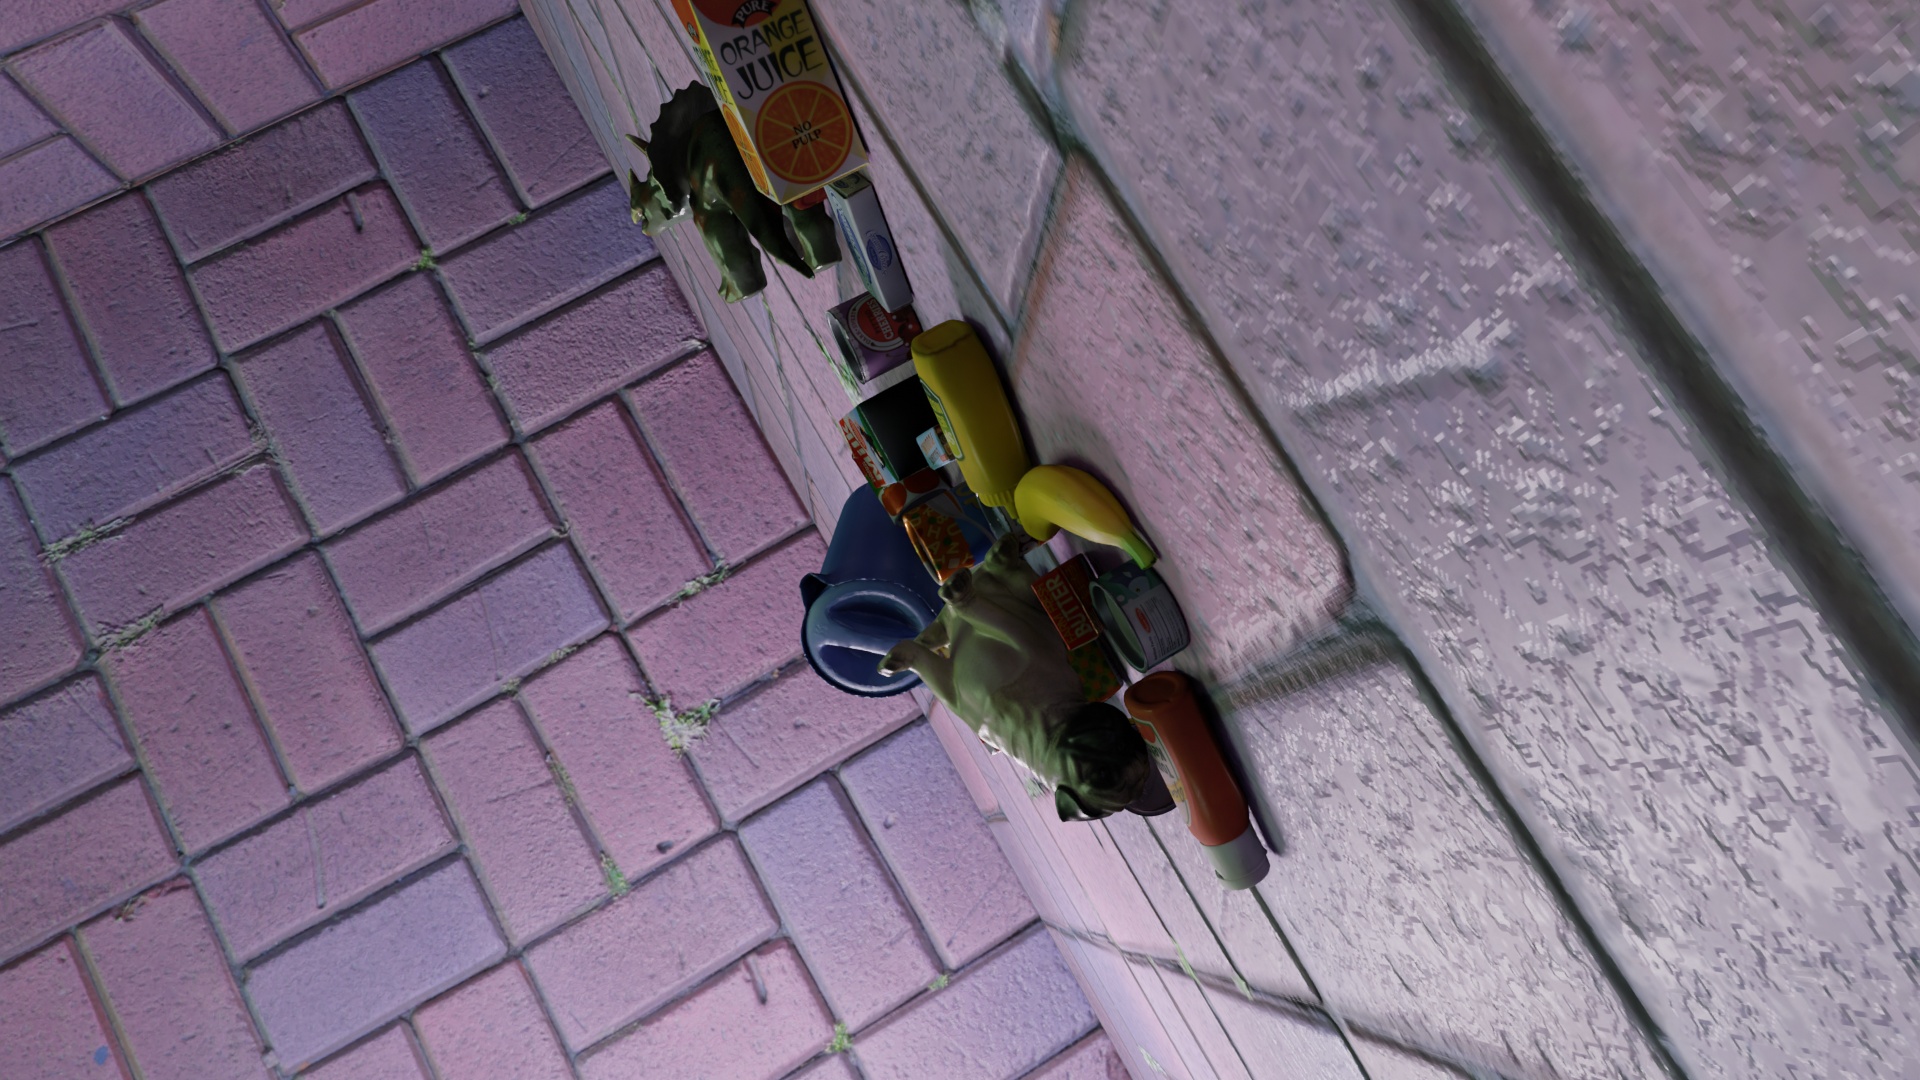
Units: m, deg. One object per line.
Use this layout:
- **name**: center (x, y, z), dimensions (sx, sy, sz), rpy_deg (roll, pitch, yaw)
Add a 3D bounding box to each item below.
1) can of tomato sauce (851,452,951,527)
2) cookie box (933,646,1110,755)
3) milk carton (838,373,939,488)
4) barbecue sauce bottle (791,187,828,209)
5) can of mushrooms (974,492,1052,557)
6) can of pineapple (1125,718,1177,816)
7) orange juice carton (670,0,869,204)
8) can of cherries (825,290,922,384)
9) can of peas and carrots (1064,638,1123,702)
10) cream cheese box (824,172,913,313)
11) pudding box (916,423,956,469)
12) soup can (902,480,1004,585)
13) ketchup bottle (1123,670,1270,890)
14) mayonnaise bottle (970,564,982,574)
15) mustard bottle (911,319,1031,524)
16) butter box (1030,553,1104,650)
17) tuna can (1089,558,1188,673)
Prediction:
- **can of tomato sauce**: center (-0.056, -0.065, 1.340), dimensions (0.083, 0.071, 0.071), rpy_deg (57, 170, 18)
- **cookie box**: center (0.043, 0.108, 1.185), dimensions (0.123, 0.040, 0.166), rpy_deg (55, 146, 1)
- **milk carton**: center (-0.054, -0.095, 1.219), dimensions (0.073, 0.072, 0.190), rpy_deg (62, 171, -5)
- **barbecue sauce bottle**: center (-0.146, -0.336, 1.083), dimensions (0.148, 0.044, 0.065), rpy_deg (61, 172, 0)
- **can of mushrooms**: center (0.040, -0.021, 1.047), dimensions (0.071, 0.033, 0.071), rpy_deg (58, 170, 16)
- **can of pineapple**: center (0.132, 0.164, 1.008), dimensions (0.071, 0.071, 0.058), rpy_deg (61, 171, -1)
- **orange juice carton**: center (-0.139, -0.335, 0.949), dimensions (0.192, 0.073, 0.072), rpy_deg (67, 170, -28)
- **can of cherries**: center (-0.068, -0.168, 1.115), dimensions (0.071, 0.058, 0.071), rpy_deg (59, 171, 16)
- **can of peas and carrots**: center (0.082, 0.103, 1.073), dimensions (0.058, 0.071, 0.071), rpy_deg (60, 171, 2)
- **cream cheese box**: center (-0.070, -0.228, 1.053), dimensions (0.053, 0.024, 0.103), rpy_deg (49, 165, 50)
- **pudding box**: center (-0.001, -0.078, 1.046), dimensions (0.030, 0.050, 0.083), rpy_deg (63, 171, -3)
- **soup can**: center (0.004, -0.014, 1.108), dimensions (0.071, 0.084, 0.071), rpy_deg (59, 170, 17)
- **ketchup bottle**: center (0.159, 0.159, 0.913), dimensions (0.148, 0.043, 0.065), rpy_deg (63, 174, -13)
- **mayonnaise bottle**: center (0.042, 0.042, 1.210), dimensions (0.148, 0.041, 0.064), rpy_deg (61, 164, -11)
- **mustard bottle**: center (0.016, -0.074, 0.970), dimensions (0.159, 0.049, 0.065), rpy_deg (66, 174, -26)
- **butter box**: center (0.079, 0.040, 0.939), dimensions (0.053, 0.024, 0.103), rpy_deg (60, -166, 3)
- **tuna can**: center (0.110, 0.046, 0.866), dimensions (0.071, 0.033, 0.071), rpy_deg (58, 170, 16)
